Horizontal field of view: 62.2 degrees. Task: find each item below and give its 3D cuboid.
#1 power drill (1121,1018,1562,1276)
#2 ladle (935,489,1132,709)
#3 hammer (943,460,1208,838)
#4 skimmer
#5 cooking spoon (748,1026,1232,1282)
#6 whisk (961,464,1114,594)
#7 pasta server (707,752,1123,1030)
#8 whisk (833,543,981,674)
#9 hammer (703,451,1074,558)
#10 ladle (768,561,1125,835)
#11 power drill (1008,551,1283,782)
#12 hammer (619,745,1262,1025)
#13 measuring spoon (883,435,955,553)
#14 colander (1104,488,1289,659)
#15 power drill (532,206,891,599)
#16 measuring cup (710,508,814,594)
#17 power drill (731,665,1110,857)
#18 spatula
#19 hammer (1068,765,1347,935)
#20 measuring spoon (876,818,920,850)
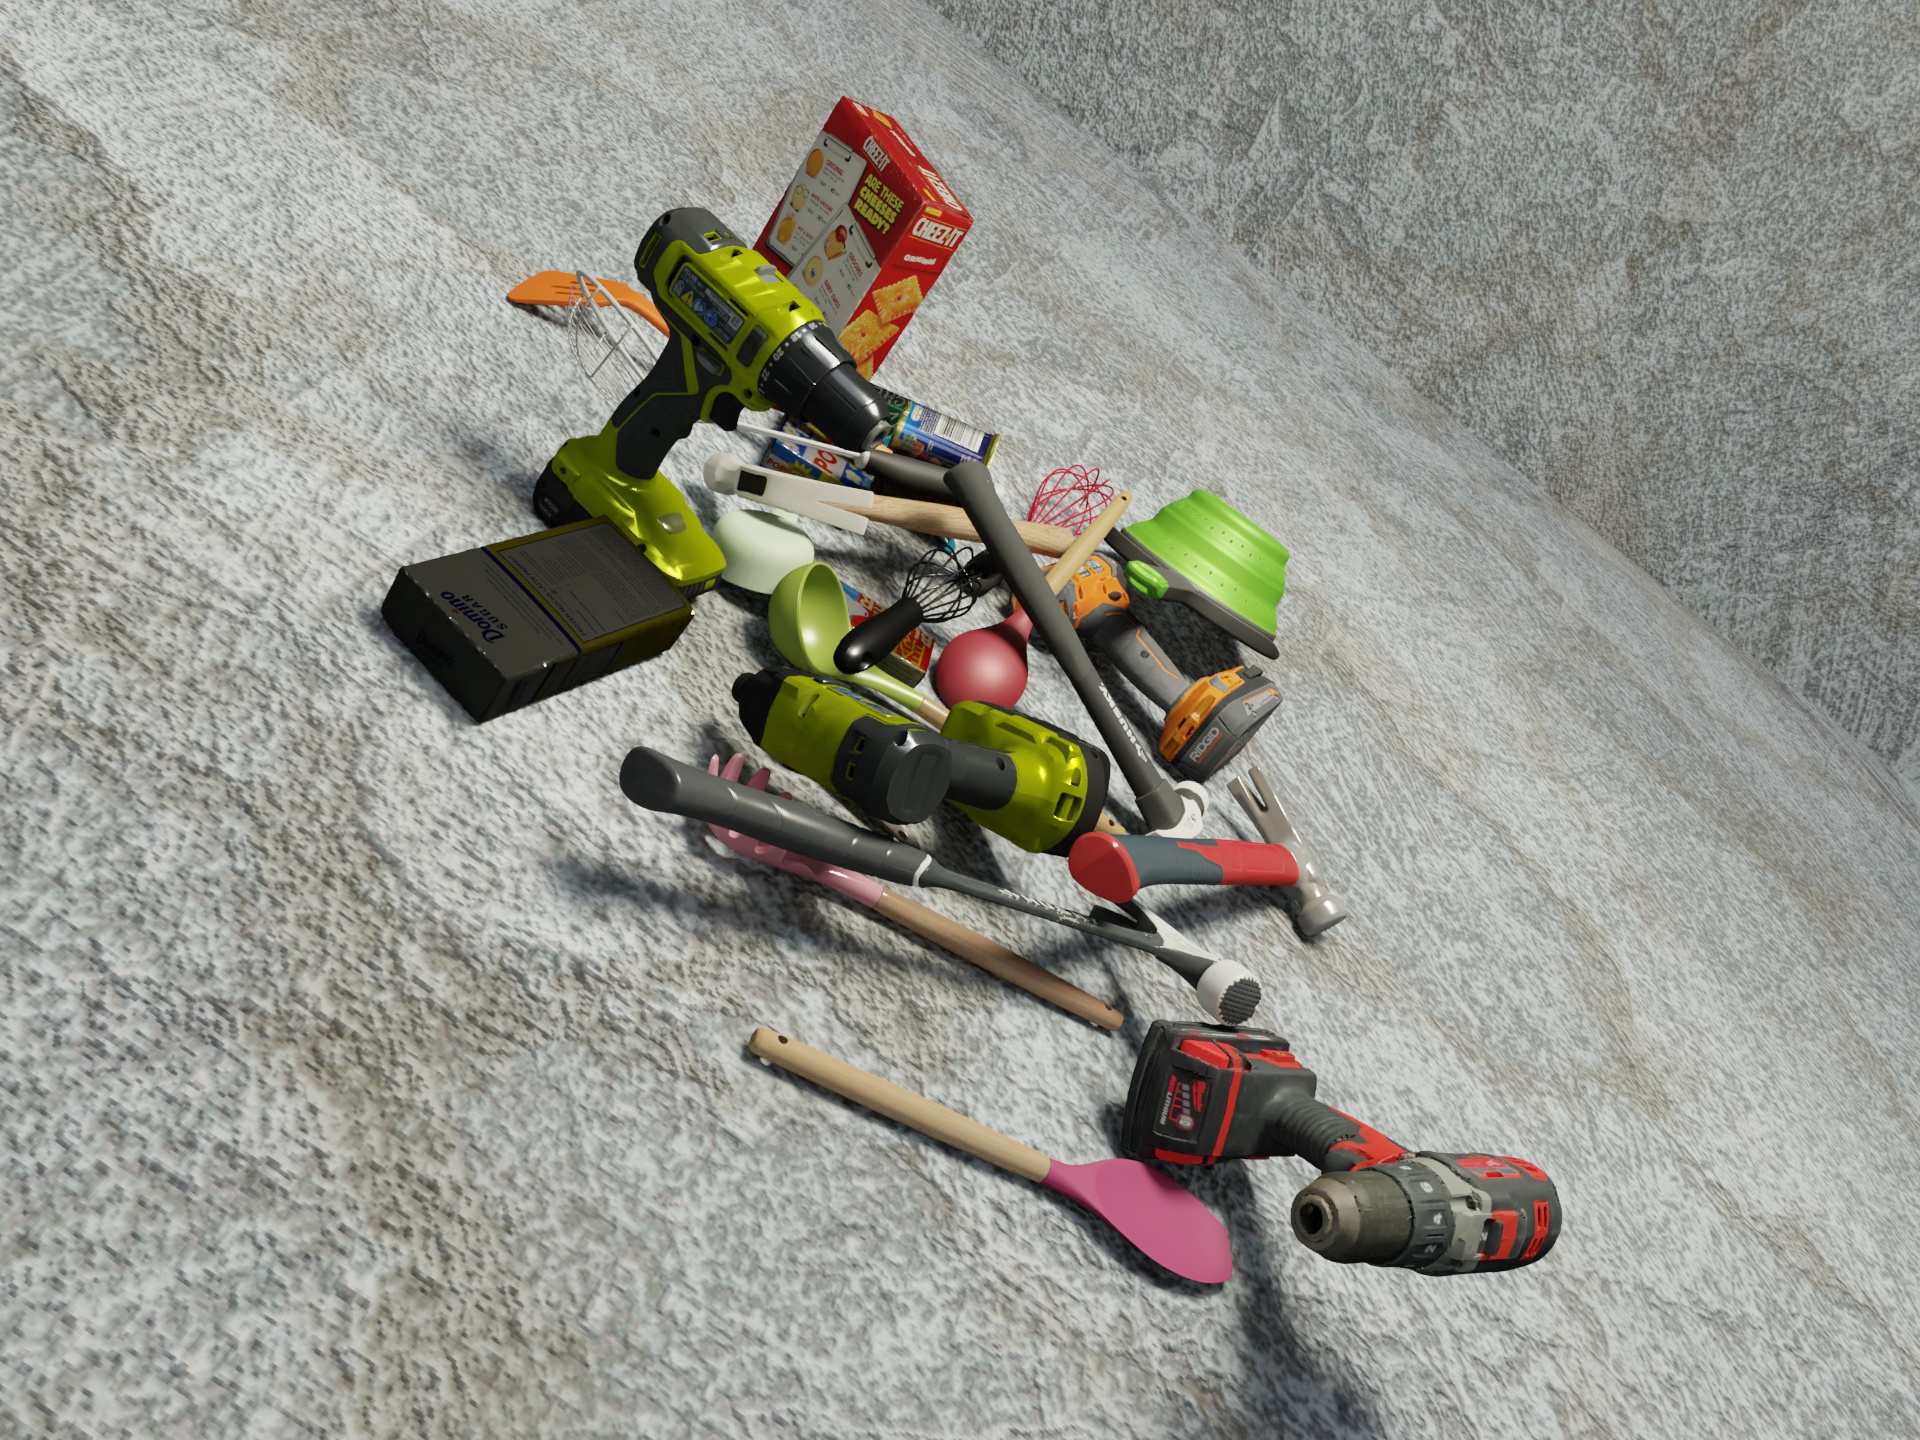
[{"bbox_3d":[0.191,0.239,0.879,0.187,0.080,0.227,12,3,-39],"label":"power drill"},{"bbox_3d":[0.073,-0.106,1.284,0.069,0.031,0.315,37,48,2],"label":"ladle"},{"bbox_3d":[0.082,-0.047,1.202,0.335,0.035,0.146,59,25,-3],"label":"hammer"},{"bbox_3d":[-0.124,-0.246,1.216,0.363,0.090,0.127,13,6,-22],"label":"skimmer"},{"bbox_3d":[0.024,0.238,0.876,0.318,0.017,0.069,29,31,-18],"label":"cooking spoon"},{"bbox_3d":[0.070,-0.173,1.449,0.073,0.073,0.296,42,36,4],"label":"whisk"},{"bbox_3d":[-0.024,0.114,0.970,0.316,0.040,0.060,30,26,-18],"label":"pasta server"},{"bbox_3d":[-0.035,-0.076,1.096,0.055,0.055,0.239,41,27,2],"label":"whisk"},{"bbox_3d":[-0.031,-0.160,1.247,0.331,0.031,0.130,4,14,-43],"label":"hammer"},{"bbox_3d":[-0.002,-0.004,1.138,0.320,0.062,0.078,34,46,-16],"label":"ladle"},{"bbox_3d":[0.164,-0.061,1.375,0.226,0.084,0.164,42,30,12],"label":"power drill"},{"bbox_3d":[-0.009,0.089,0.929,0.408,0.036,0.149,22,7,-31],"label":"hammer"},{"bbox_3d":[-0.039,-0.194,1.396,0.042,0.021,0.129,-14,66,-35],"label":"measuring spoon"},{"bbox_3d":[0.218,-0.149,1.423,0.204,0.094,0.397,38,12,12],"label":"colander"},{"bbox_3d":[-0.162,-0.184,1.024,0.190,0.228,0.080,44,30,8],"label":"power drill"},{"bbox_3d":[-0.138,-0.143,1.177,0.083,0.038,0.168,19,27,-4],"label":"measuring cup"},{"bbox_3d":[-0.025,0.020,1.001,0.171,0.080,0.223,26,8,42],"label":"power drill"},{"bbox_3d":[-0.201,-0.284,1.275,0.322,0.041,0.081,29,32,-7],"label":"spatula"},{"bbox_3d":[0.170,0.087,1.130,0.386,0.038,0.143,10,48,-59],"label":"hammer"},{"bbox_3d":[-0.075,0.046,1.034,0.124,0.018,0.034,44,22,-5],"label":"measuring spoon"}]
